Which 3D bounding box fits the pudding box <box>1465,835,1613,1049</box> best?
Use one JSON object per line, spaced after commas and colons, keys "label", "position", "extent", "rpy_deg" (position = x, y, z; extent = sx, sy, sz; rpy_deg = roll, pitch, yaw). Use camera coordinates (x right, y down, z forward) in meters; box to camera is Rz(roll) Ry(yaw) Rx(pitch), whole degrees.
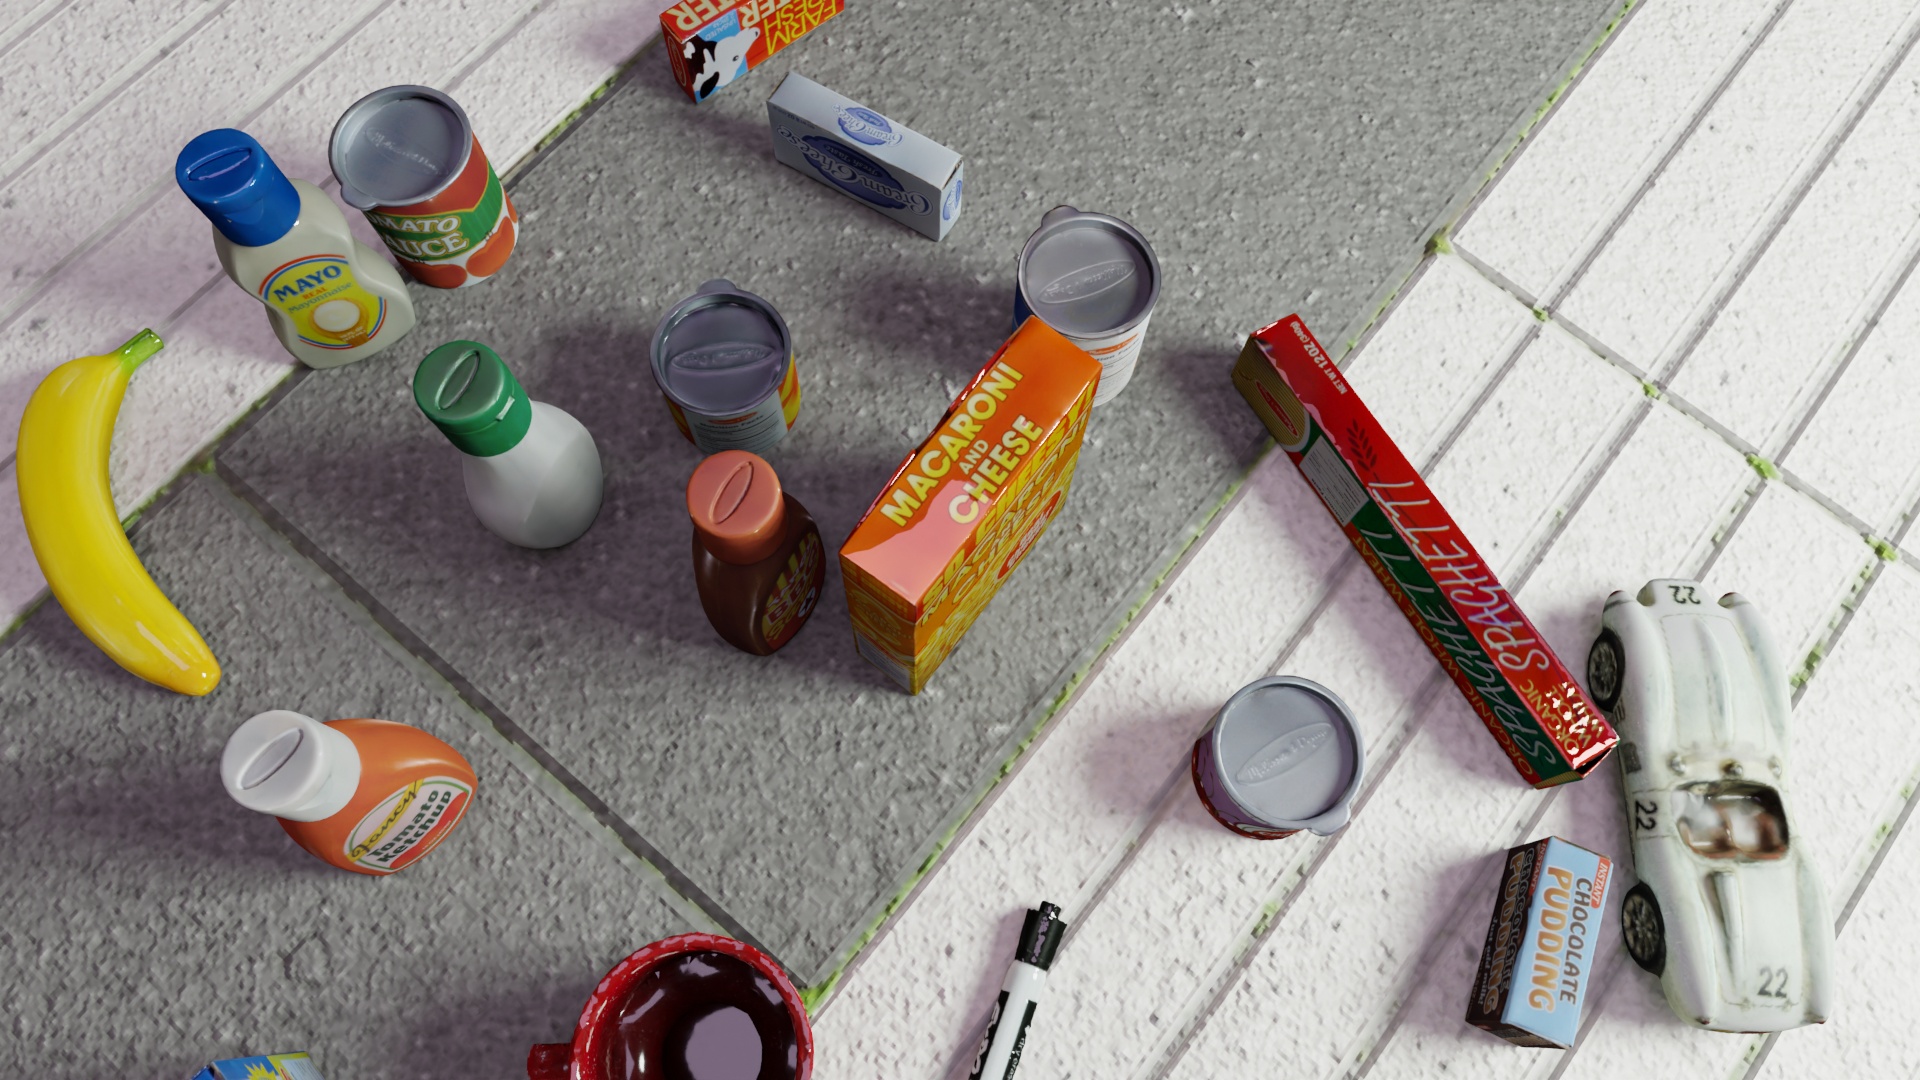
{"label": "pudding box", "position": [0.251, 0.175, 0.602], "extent": [0.030, 0.049, 0.084], "rpy_deg": [21, 72, 5]}

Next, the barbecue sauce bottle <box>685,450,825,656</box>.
{"label": "barbecue sauce bottle", "position": [-0.089, 0.004, 0.599], "extent": [0.044, 0.148, 0.065], "rpy_deg": [27, 73, 7]}

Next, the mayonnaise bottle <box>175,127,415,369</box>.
{"label": "mayonnaise bottle", "position": [-0.306, -0.131, 0.638], "extent": [0.065, 0.147, 0.041], "rpy_deg": [-27, 75, -10]}

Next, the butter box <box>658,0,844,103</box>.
{"label": "butter box", "position": [-0.110, -0.283, 0.744], "extent": [0.104, 0.053, 0.024], "rpy_deg": [-37, 77, -12]}

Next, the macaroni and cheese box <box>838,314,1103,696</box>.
{"label": "macaroni and cheese box", "position": [0.002, -0.007, 0.595], "extent": [0.040, 0.166, 0.124], "rpy_deg": [35, 75, 10]}

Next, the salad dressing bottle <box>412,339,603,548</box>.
{"label": "salad dressing bottle", "position": [-0.197, -0.041, 0.611], "extent": [0.044, 0.147, 0.064], "rpy_deg": [25, 73, 7]}

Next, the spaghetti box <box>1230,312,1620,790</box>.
{"label": "spaghetti box", "position": [0.214, 0.004, 0.658], "extent": [0.029, 0.050, 0.250], "rpy_deg": [-30, 75, -10]}

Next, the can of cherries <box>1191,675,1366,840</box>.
{"label": "can of cherries", "position": [0.141, 0.101, 0.619], "extent": [0.071, 0.058, 0.071], "rpy_deg": [0, 72, -1]}

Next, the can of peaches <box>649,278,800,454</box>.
{"label": "can of peaches", "position": [-0.112, -0.082, 0.674], "extent": [0.071, 0.058, 0.071], "rpy_deg": [0, 72, -1]}

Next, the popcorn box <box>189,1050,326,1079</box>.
{"label": "popcorn box", "position": [-0.314, 0.261, 0.540], "extent": [0.127, 0.085, 0.038], "rpy_deg": [-43, 78, -14]}

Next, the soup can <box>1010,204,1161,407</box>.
{"label": "soup can", "position": [0.057, -0.111, 0.675], "extent": [0.071, 0.083, 0.071], "rpy_deg": [0, 72, -1]}

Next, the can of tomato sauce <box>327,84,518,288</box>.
{"label": "can of tomato sauce", "position": [-0.263, -0.171, 0.687], "extent": [0.071, 0.083, 0.071], "rpy_deg": [0, 72, -1]}

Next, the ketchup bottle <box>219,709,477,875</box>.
{"label": "ketchup bottle", "position": [-0.247, 0.100, 0.562], "extent": [0.043, 0.148, 0.065], "rpy_deg": [40, 75, 11]}

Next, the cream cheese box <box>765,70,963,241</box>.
{"label": "cream cheese box", "position": [-0.048, -0.197, 0.717], "extent": [0.104, 0.053, 0.024], "rpy_deg": [28, 74, 8]}
